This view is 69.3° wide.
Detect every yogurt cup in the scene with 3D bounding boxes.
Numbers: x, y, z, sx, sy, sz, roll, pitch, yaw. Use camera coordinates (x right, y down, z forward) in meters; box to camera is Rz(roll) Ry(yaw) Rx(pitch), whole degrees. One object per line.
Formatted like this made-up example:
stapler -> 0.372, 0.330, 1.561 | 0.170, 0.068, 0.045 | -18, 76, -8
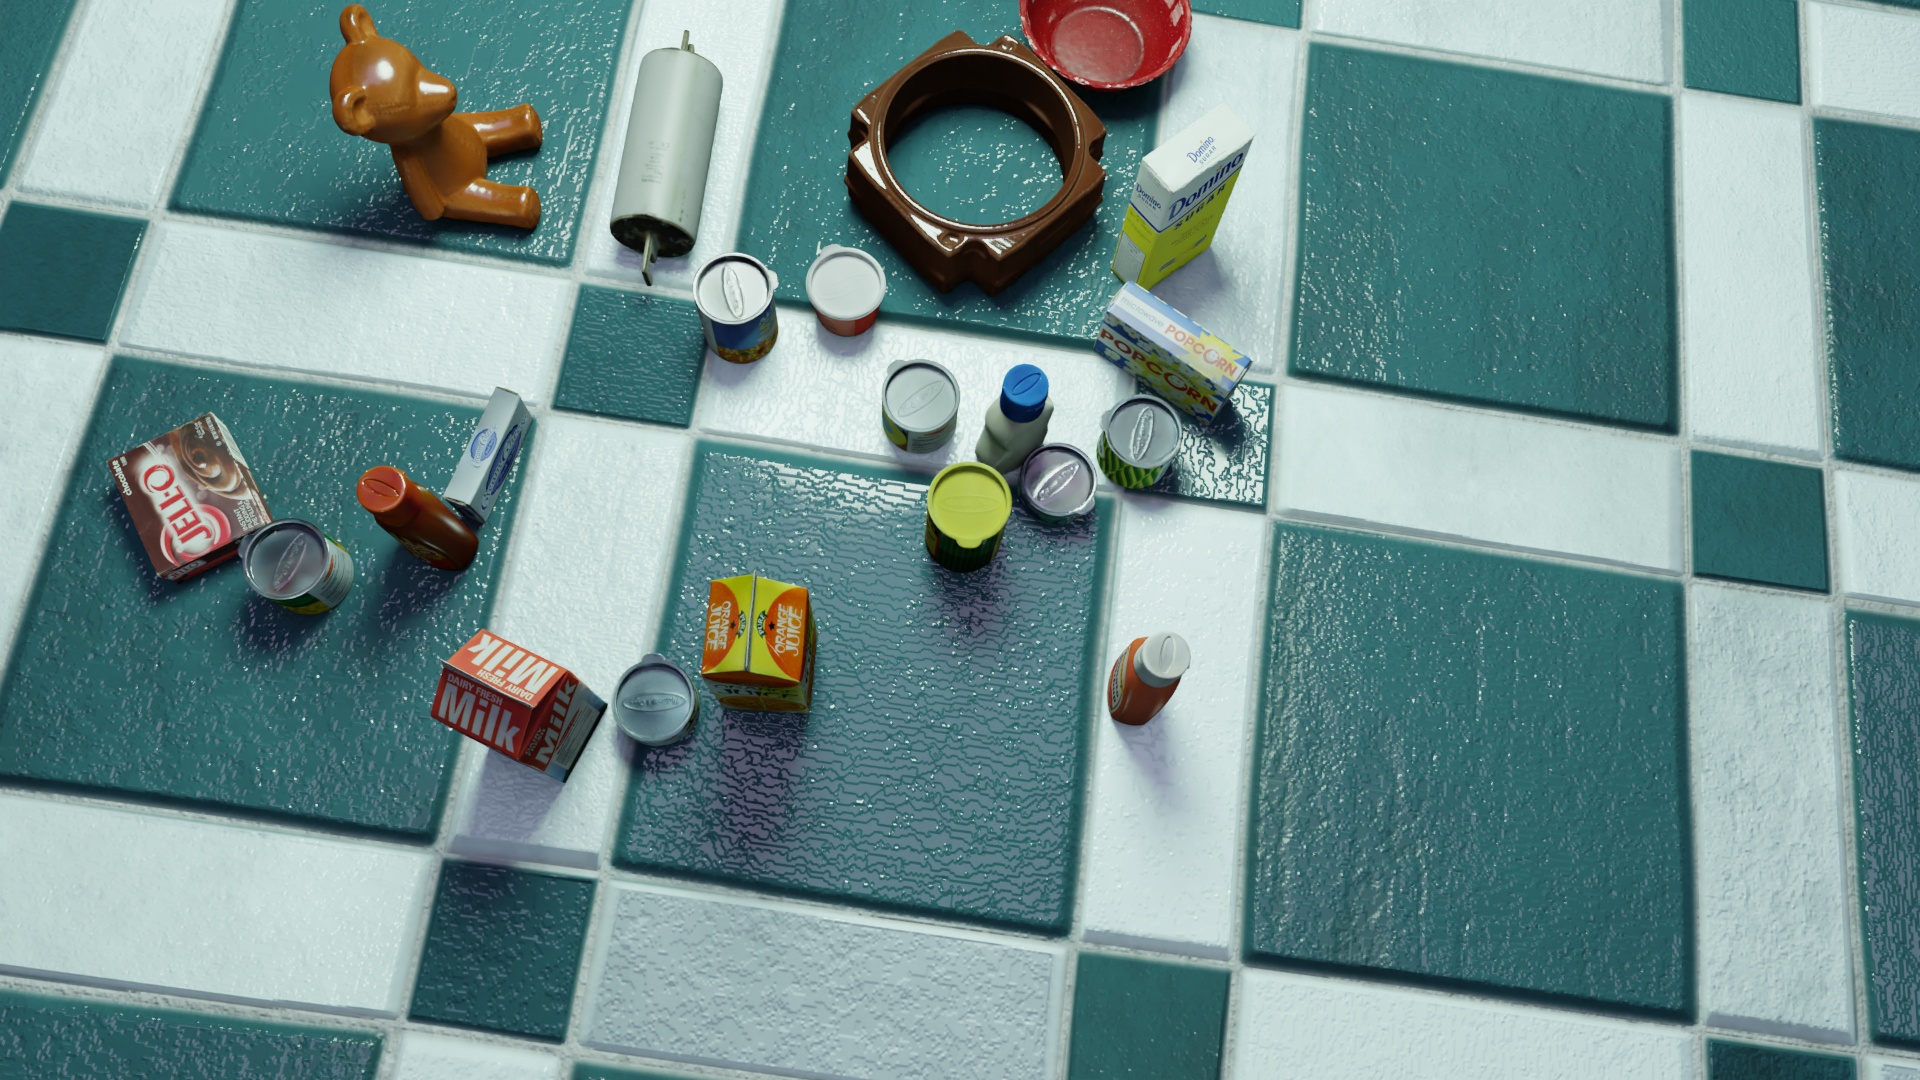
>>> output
yogurt cup -> -0.099, -0.213, 1.209 | 0.072, 0.053, 0.072 | 1, 74, -3

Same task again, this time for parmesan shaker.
parmesan shaker -> 0.004, -0.014, 1.130 | 0.071, 0.102, 0.071 | 1, 74, -3

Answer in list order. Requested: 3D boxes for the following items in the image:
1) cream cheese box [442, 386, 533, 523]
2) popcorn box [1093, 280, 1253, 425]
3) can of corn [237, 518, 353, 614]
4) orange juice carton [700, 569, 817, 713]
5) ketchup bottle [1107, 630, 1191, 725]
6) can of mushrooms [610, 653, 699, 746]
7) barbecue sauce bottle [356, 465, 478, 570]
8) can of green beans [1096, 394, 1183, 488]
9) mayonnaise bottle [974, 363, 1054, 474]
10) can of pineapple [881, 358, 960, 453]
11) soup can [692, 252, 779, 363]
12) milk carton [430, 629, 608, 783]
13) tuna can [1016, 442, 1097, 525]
cream cheese box -> -0.389, -0.070, 1.149 | 0.024, 0.053, 0.104 | 19, 73, 2
popcorn box -> 0.180, -0.160, 1.194 | 0.127, 0.085, 0.038 | 35, 75, 7
can of corn -> -0.530, 0.021, 1.110 | 0.071, 0.058, 0.071 | 1, 74, -3
orange juice carton -> -0.150, 0.079, 1.046 | 0.073, 0.192, 0.072 | 4, 74, -2
ketchup bottle -> 0.147, 0.103, 1.080 | 0.043, 0.148, 0.065 | 11, 74, 0
can of mushrooms -> -0.243, 0.128, 1.109 | 0.071, 0.033, 0.071 | 1, 73, -3
barbecue sauce bottle -> -0.426, -0.018, 1.081 | 0.065, 0.148, 0.044 | 23, 74, 3
can of green beans -> 0.152, -0.084, 1.184 | 0.071, 0.057, 0.071 | 1, 74, -3
mayonnaise bottle -> 0.047, -0.100, 1.135 | 0.065, 0.147, 0.041 | -37, 79, -12
can of pineapple -> -0.035, -0.115, 1.182 | 0.071, 0.057, 0.071 | 1, 74, -3
soup can -> -0.187, -0.197, 1.183 | 0.071, 0.083, 0.071 | 1, 74, -3
milk carton -> -0.325, 0.122, 1.024 | 0.072, 0.190, 0.073 | 25, 74, 4
tuna can -> 0.083, -0.046, 1.181 | 0.071, 0.032, 0.071 | 1, 73, -3
